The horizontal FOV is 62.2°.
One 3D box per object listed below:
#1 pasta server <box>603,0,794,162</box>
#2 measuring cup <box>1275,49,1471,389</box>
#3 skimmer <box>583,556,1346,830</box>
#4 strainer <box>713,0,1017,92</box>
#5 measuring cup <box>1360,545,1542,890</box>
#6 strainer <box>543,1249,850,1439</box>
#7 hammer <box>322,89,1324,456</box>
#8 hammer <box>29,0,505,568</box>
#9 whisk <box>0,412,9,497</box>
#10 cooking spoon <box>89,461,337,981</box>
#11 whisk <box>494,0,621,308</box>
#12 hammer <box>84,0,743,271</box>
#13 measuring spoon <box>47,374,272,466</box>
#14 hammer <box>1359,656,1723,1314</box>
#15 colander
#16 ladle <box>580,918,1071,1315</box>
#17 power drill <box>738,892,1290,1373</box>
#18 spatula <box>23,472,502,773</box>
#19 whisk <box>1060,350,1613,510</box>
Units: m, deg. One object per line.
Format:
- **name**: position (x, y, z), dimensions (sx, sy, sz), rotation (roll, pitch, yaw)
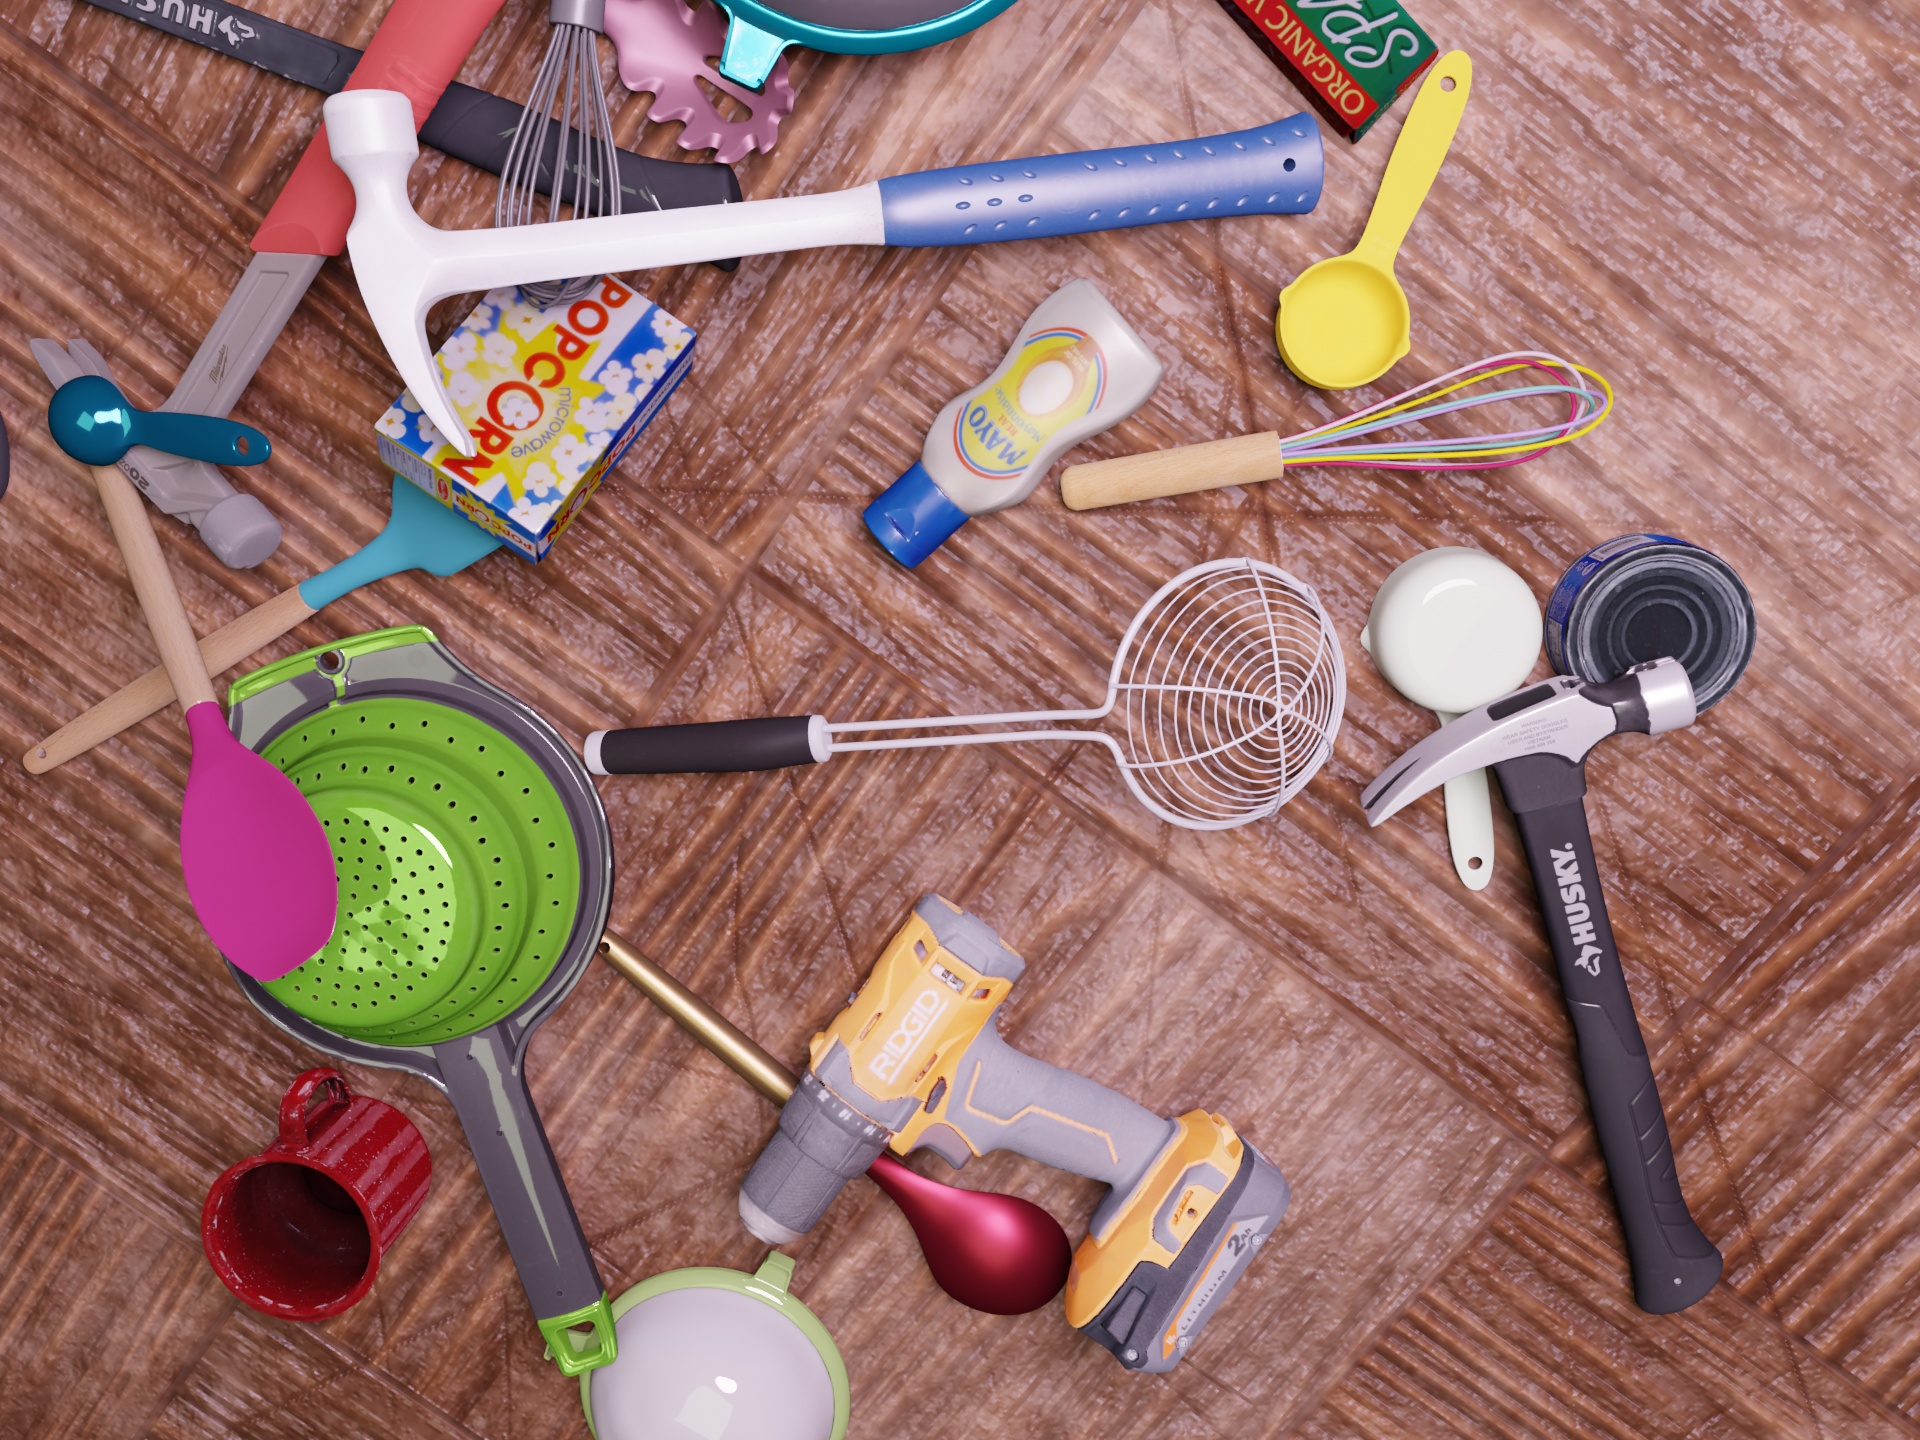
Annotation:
- **pasta server**: position (-0.208, -0.347, 0.704), dimensions (0.316, 0.040, 0.060), rotation (32, 108, -1)
- **measuring cup**: position (0.189, -0.221, 0.709), dimensions (0.062, 0.029, 0.156), rotation (24, 92, 0)
- **skimmer**: position (-0.001, -0.002, 0.768), dimensions (0.363, 0.090, 0.127), rotation (-4, 106, 16)
- **strainer**: position (0.023, -0.389, 0.589), dimensions (0.340, 0.095, 0.211), rotation (-21, 105, 2)
- **measuring cup**: position (0.236, 0.003, 0.741), dimensions (0.083, 0.038, 0.167), rotation (-8, 100, 7)
- **strainer**: position (-0.117, 0.422, 0.851), dimensions (0.151, 0.069, 0.256), rotation (-22, 98, 9)
- **hammer**: position (-0.044, -0.206, 0.668), dimensions (0.405, 0.035, 0.144), rotation (-9, 102, -9)
- **hammer**: position (-0.278, -0.240, 0.691), dimensions (0.149, 0.037, 0.359), rotation (47, 114, 6)
- **whisk**: position (-0.474, -0.232, 0.725), dimensions (0.070, 0.070, 0.284), rotation (8, 120, 3)
- **cooking spoon**: position (-0.353, -0.025, 0.725), dimensions (0.069, 0.017, 0.319), rotation (-33, 69, 6)
- **whisk**: position (-0.162, -0.295, 0.672), dimensions (0.055, 0.055, 0.239), rotation (10, 102, 3)
- **hammer**: position (-0.290, -0.293, 0.726), dimensions (0.409, 0.036, 0.149), rotation (21, 105, 0)
- **measuring spoon**: position (-0.367, -0.130, 0.718), dimensions (0.129, 0.021, 0.042), rotation (11, 106, 21)
- **hammer**: position (0.298, 0.142, 0.753), dimensions (0.146, 0.035, 0.334), rotation (-17, 107, 12)
- **colander**: position (-0.249, 0.156, 0.765), dimensions (0.204, 0.094, 0.397), rotation (-18, 99, 0)
- **ladle**: position (-0.071, 0.205, 0.823), dimensions (0.315, 0.031, 0.069), rotation (40, 99, -2)
- **power drill**: position (0.020, 0.220, 0.775), dimensions (0.226, 0.084, 0.185), rotation (36, 88, -1)
- **spatula**: position (-0.347, -0.051, 0.780), dimensions (0.317, 0.044, 0.082), rotation (-28, 84, 12)
- **whisk**: position (0.167, -0.127, 0.723), dimensions (0.245, 0.051, 0.047), rotation (-8, 81, 11)
